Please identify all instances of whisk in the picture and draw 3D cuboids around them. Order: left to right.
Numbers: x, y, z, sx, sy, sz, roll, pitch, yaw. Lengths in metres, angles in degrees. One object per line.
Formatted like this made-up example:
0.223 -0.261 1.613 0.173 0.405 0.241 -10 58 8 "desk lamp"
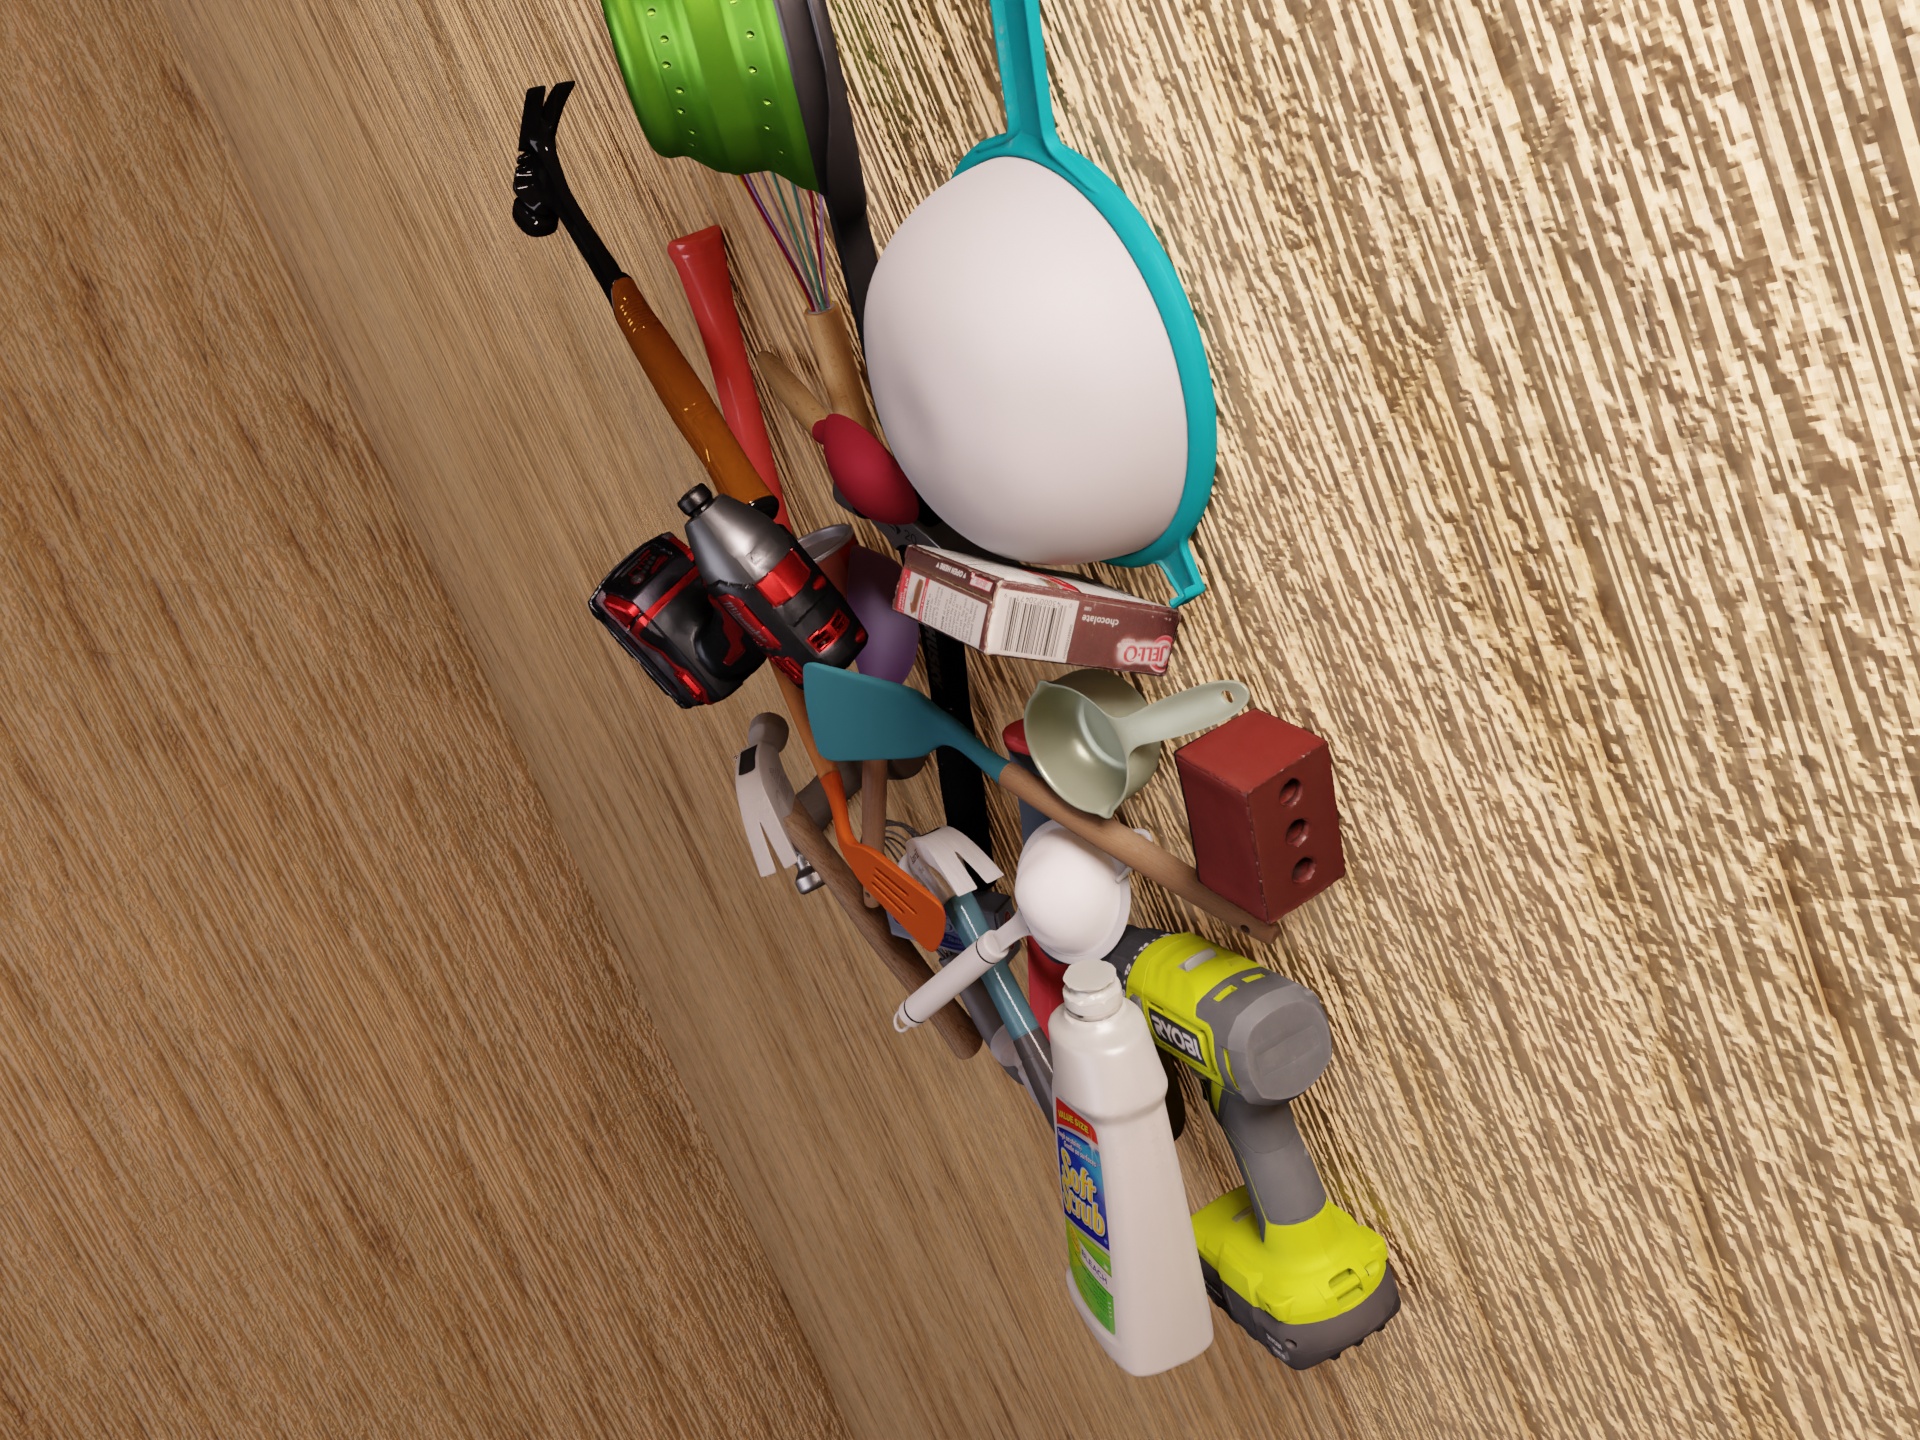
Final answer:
-0.090 -0.259 0.921 0.051 0.047 0.244 33 147 48 "whisk"
-0.005 0.181 1.236 0.239 0.055 0.055 59 158 -3 "whisk"

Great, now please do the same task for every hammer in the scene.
-0.214 -0.271 1.074 0.337 0.034 0.127 58 149 15 "hammer"
-0.139 -0.171 1.135 0.149 0.036 0.358 37 147 47 "hammer"
-0.109 0.046 1.316 0.146 0.038 0.410 62 158 5 "hammer"
-0.075 0.150 1.244 0.331 0.031 0.130 56 -161 -27 "hammer"
-0.002 -0.003 1.011 0.146 0.035 0.334 35 149 33 "hammer"
0.050 0.218 1.044 0.331 0.033 0.128 62 160 13 "hammer"
0.067 0.151 1.046 0.143 0.038 0.385 43 151 37 "hammer"

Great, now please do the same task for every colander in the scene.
-0.099 -0.272 0.788 0.396 0.094 0.205 76 179 -49 "colander"

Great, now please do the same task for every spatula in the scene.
-0.092 0.017 1.122 0.081 0.041 0.323 104 145 -60 "spatula"
-0.058 0.017 1.110 0.060 0.018 0.315 27 134 25 "spatula"
0.039 0.049 0.901 0.318 0.044 0.082 30 143 31 "spatula"

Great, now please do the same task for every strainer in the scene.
0.007 -0.203 0.699 0.211 0.095 0.340 39 150 45 "strainer"
0.023 0.136 0.967 0.258 0.050 0.087 -46 61 42 "strainer"

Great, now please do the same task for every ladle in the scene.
-0.085 -0.178 0.930 0.069 0.031 0.316 60 177 -31 "ladle"

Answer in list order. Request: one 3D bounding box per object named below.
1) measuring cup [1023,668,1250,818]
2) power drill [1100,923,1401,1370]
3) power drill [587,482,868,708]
0.098 -0.001 0.820 0.167 0.038 0.083 -22 96 53 "measuring cup"
0.152 0.225 0.896 0.191 0.080 0.228 17 129 66 "power drill"
-0.159 -0.080 1.043 0.143 0.078 0.220 50 156 -17 "power drill"
